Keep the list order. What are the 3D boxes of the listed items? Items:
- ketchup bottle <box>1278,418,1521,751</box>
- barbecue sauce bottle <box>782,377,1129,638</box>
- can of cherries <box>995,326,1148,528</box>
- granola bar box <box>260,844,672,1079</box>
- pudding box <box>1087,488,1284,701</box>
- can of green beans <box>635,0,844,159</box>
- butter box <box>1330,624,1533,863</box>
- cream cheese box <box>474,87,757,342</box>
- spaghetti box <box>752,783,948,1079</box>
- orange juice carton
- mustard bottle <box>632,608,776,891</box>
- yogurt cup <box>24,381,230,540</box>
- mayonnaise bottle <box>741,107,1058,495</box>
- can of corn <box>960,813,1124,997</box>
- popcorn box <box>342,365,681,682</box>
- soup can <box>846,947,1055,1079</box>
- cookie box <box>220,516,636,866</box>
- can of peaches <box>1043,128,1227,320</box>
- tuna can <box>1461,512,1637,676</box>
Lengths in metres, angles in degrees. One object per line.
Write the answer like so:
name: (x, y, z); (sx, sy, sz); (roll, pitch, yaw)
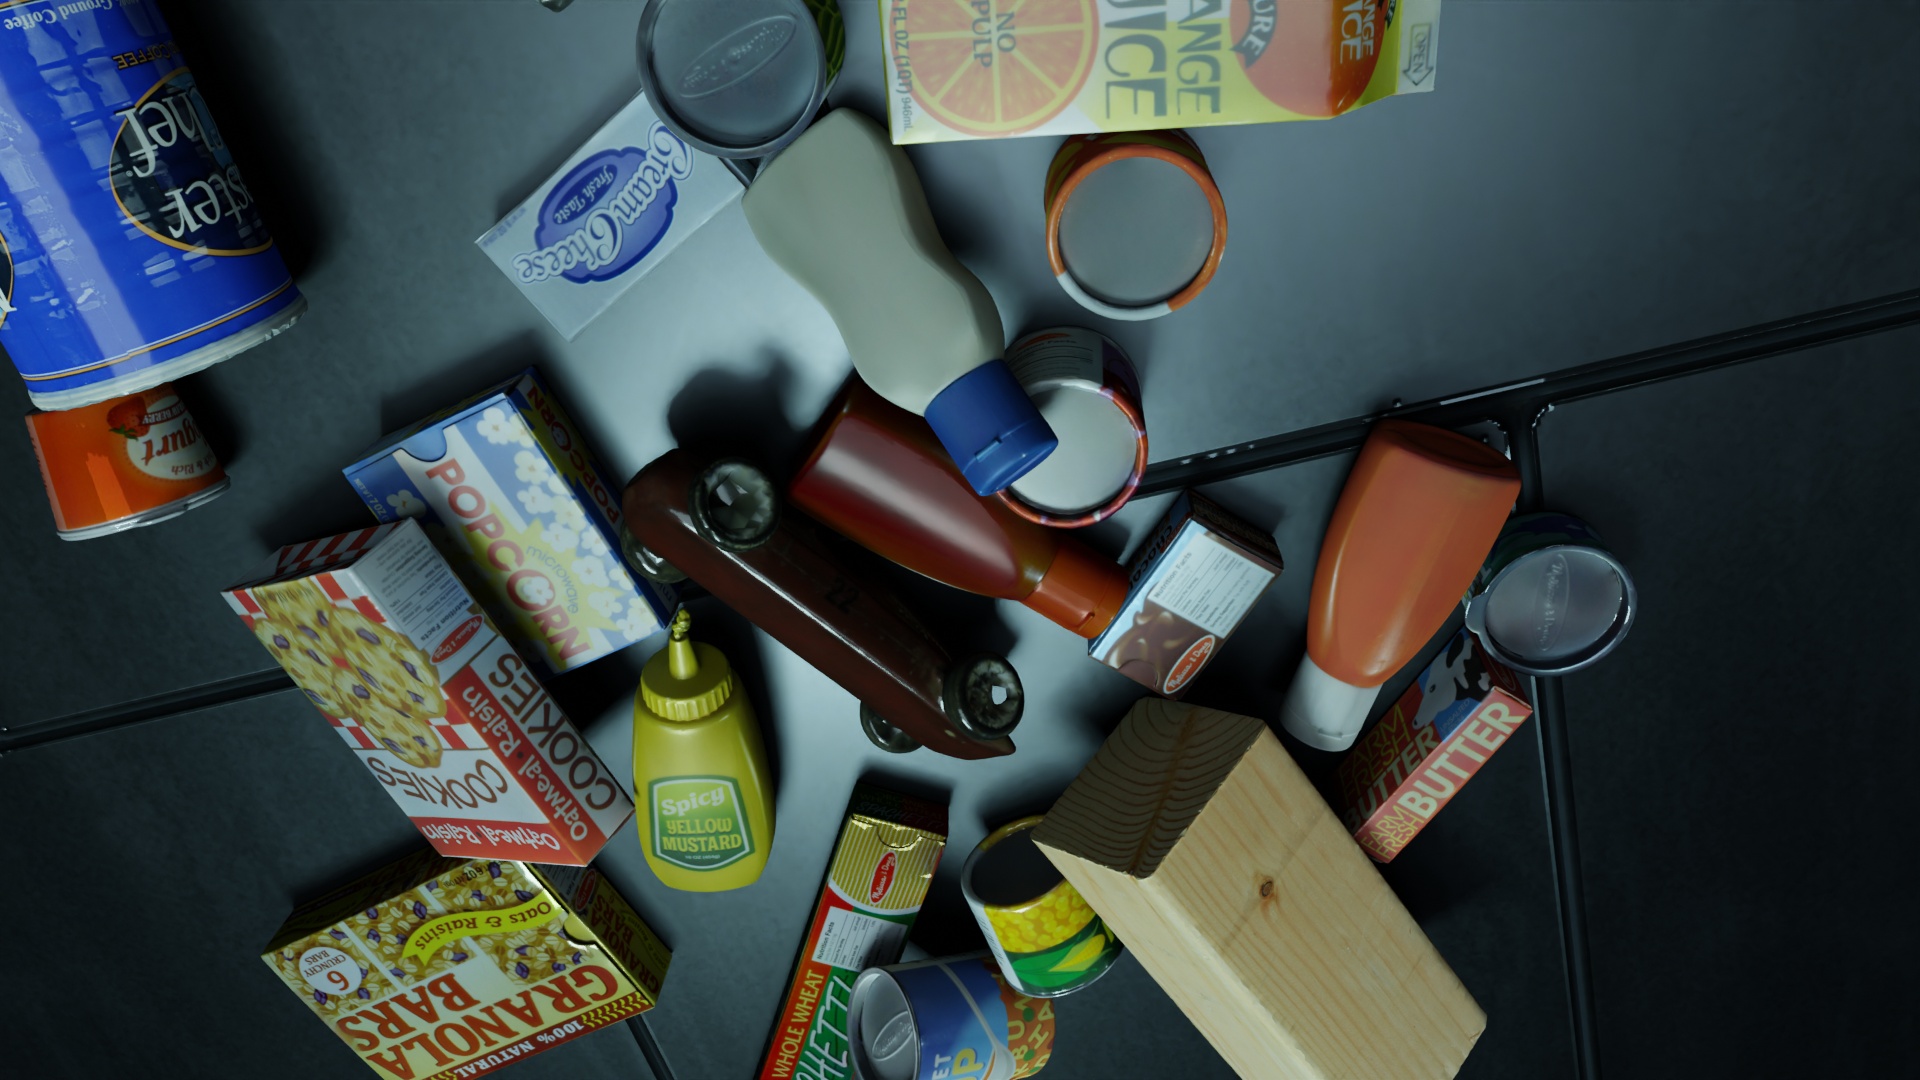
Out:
ketchup bottle: (0.181, 0.024, 0.601); (0.065, 0.044, 0.148); (15, 117, -5)
barbecue sauce bottle: (0.002, -0.007, 0.593); (0.148, 0.044, 0.064); (30, 128, -13)
can of cherries: (0.043, -0.044, 0.564); (0.071, 0.059, 0.071); (1, 117, 2)
granola bar box: (-0.256, 0.219, 0.726); (0.165, 0.039, 0.124); (-26, 114, 15)
pudding box: (0.097, 0.025, 0.613); (0.049, 0.030, 0.083); (27, 116, -12)
can of green beans: (-0.077, -0.177, 0.501); (0.071, 0.058, 0.071); (1, 118, 2)
butter box: (0.211, 0.093, 0.630); (0.024, 0.053, 0.103); (29, 115, -10)
cream cheese box: (-0.136, -0.130, 0.547); (0.103, 0.024, 0.053); (-35, 111, 19)
spaghetti box: (-0.066, 0.234, 0.731); (0.050, 0.029, 0.248); (17, 117, -6)
orange juice carton: (0.069, -0.185, 0.481); (0.193, 0.073, 0.071); (-2, 117, 4)
mustard bottle: (-0.122, 0.096, 0.639); (0.065, 0.049, 0.159); (-3, 128, -3)
yogurt cup: (-0.353, -0.037, 0.585); (0.072, 0.072, 0.053); (-11, 109, 8)
mayonnaise bottle: (-0.019, -0.086, 0.519); (0.064, 0.041, 0.148); (-37, 81, 20)
can of corn: (0.043, 0.175, 0.674); (0.071, 0.071, 0.058); (-18, 115, 12)
popcorn box: (-0.192, -0.002, 0.609); (0.085, 0.038, 0.126); (-22, 115, 15)
soup can: (-0.004, 0.243, 0.691); (0.084, 0.071, 0.071); (2, 123, -35)
cookie box: (-0.236, 0.072, 0.620); (0.123, 0.040, 0.167); (-8, 121, 41)
can of peaches: (0.065, -0.124, 0.521); (0.071, 0.058, 0.071); (1, 118, 3)
tuna can: (0.251, 0.023, 0.603); (0.071, 0.033, 0.070); (1, 117, 2)
